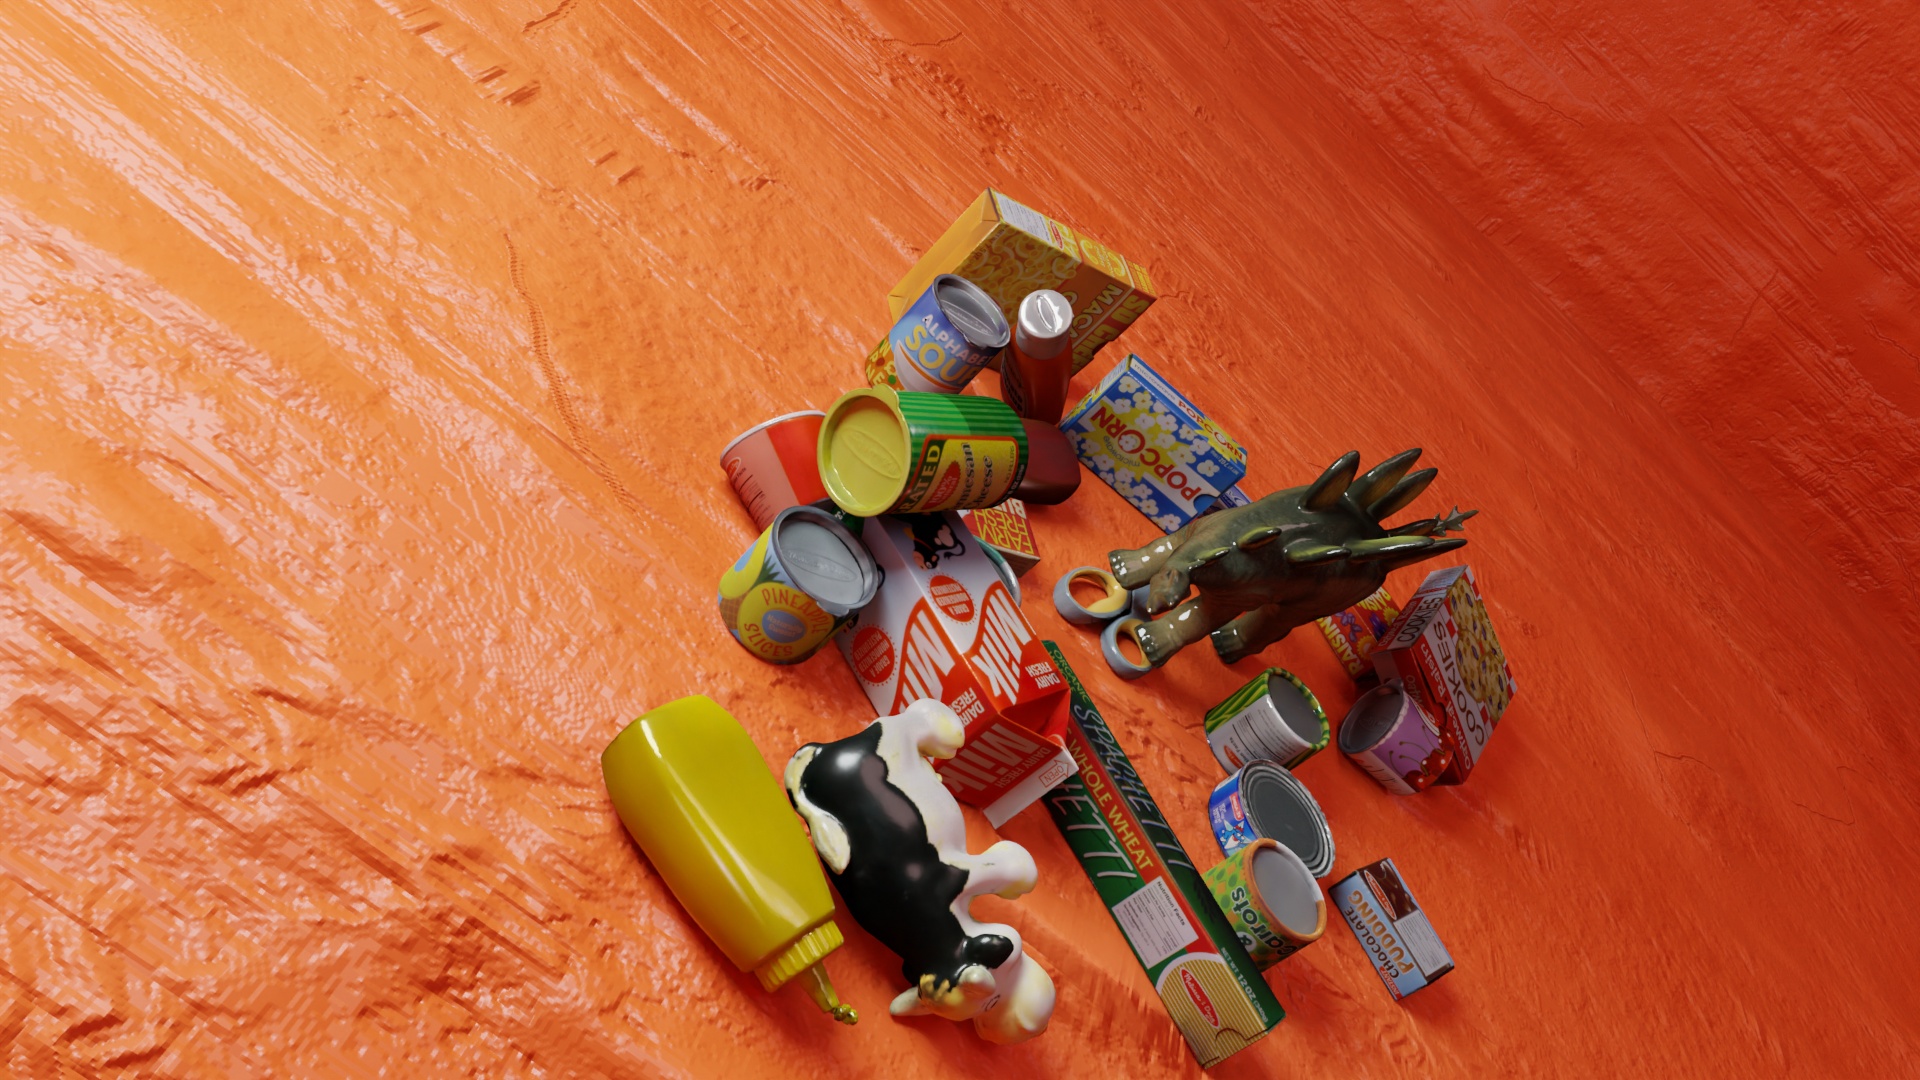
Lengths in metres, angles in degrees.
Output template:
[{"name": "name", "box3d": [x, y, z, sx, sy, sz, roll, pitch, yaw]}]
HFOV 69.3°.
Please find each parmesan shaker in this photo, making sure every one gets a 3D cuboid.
[{"name": "parmesan shaker", "box3d": [-0.017, -0.050, 0.752, 0.103, 0.071, 0.071, -4, 58, -50]}]

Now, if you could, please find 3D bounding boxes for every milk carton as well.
[{"name": "milk carton", "box3d": [-0.008, 0.063, 0.772, 0.073, 0.072, 0.191, -8, 61, -52]}]

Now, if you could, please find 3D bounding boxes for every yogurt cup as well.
[{"name": "yogurt cup", "box3d": [-0.096, -0.035, 0.789, 0.072, 0.072, 0.054, -8, 69, -52]}]

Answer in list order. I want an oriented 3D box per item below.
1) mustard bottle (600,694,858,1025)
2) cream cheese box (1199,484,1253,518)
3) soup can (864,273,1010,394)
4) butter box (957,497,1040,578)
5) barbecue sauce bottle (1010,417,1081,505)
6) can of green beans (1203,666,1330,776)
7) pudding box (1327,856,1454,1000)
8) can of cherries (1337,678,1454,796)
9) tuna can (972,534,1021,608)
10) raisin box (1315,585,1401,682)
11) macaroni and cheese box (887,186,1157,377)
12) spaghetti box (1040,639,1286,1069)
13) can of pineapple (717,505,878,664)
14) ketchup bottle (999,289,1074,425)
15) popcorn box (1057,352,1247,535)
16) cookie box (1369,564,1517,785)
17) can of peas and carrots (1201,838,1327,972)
[{"name": "mustard bottle", "box3d": [-0.094, 0.145, 0.608, 0.160, 0.048, 0.065, 55, 31, 13]}, {"name": "cream cheese box", "box3d": [0.223, -0.028, 1.174, 0.104, 0.024, 0.053, 46, 31, -1]}, {"name": "soup can", "box3d": [-0.017, -0.130, 0.959, 0.071, 0.083, 0.072, 29, 37, -24]}, {"name": "butter box", "box3d": [0.003, -0.011, 0.909, 0.103, 0.024, 0.053, 15, 44, -38]}, {"name": "barbecue sauce bottle", "box3d": [0.018, -0.058, 0.958, 0.149, 0.043, 0.065, 3, 52, -46]}, {"name": "can of green beans", "box3d": [0.212, 0.129, 0.961, 0.071, 0.057, 0.071, 30, 36, -24]}, {"name": "pudding box", "box3d": [0.290, 0.260, 0.934, 0.050, 0.030, 0.084, -3, 56, -48]}, {"name": "can of cherries", "box3d": [0.336, 0.151, 1.064, 0.058, 0.071, 0.072, 40, 33, -11]}, {"name": "tuna can", "box3d": [0.001, 0.028, 0.856, 0.071, 0.032, 0.071, 30, 36, -25]}, {"name": "raisin box", "box3d": [0.338, 0.059, 1.195, 0.086, 0.040, 0.124, 1, 52, -49]}, {"name": "macaroni and cheese box", "box3d": [0.048, -0.183, 1.053, 0.166, 0.123, 0.040, 17, 46, -38]}, {"name": "spaghetti box", "box3d": [0.093, 0.171, 0.789, 0.029, 0.050, 0.250, -5, 58, -53]}, {"name": "can of pineapple", "box3d": [-0.087, 0.025, 0.737, 0.071, 0.057, 0.071, 29, 37, -24]}, {"name": "ketchup bottle", "box3d": [0.056, -0.131, 0.997, 0.148, 0.043, 0.065, 95, -26, -73]}, {"name": "popcorn box", "box3d": [0.149, -0.074, 1.084, 0.126, 0.085, 0.038, 39, 33, -11]}, {"name": "cookie box", "box3d": [0.406, 0.110, 1.157, 0.168, 0.040, 0.122, -34, 103, -49]}, {"name": "can of peas and carrots", "box3d": [0.172, 0.219, 0.819, 0.071, 0.058, 0.071, 29, 36, -24]}]
